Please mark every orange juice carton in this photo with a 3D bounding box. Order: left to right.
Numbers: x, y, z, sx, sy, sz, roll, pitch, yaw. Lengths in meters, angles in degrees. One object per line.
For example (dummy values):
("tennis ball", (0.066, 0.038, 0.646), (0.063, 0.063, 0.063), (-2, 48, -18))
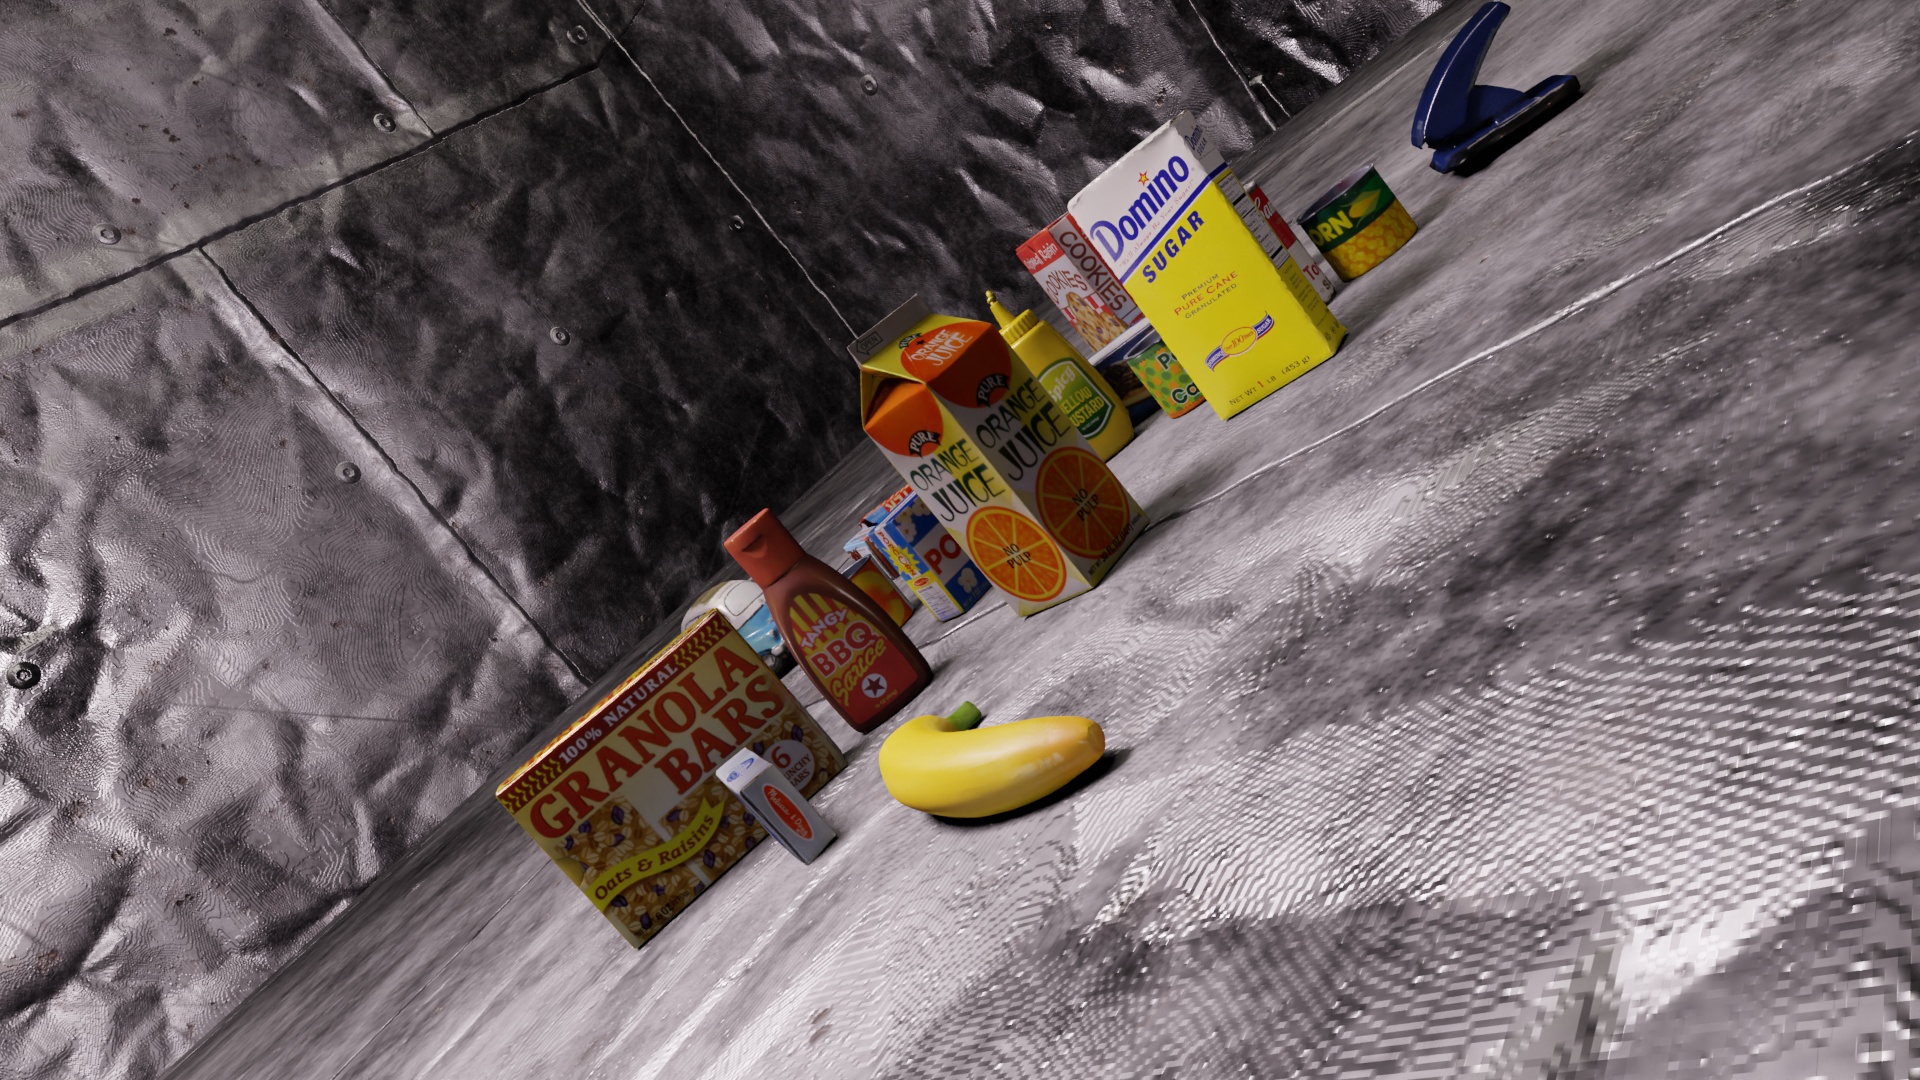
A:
("orange juice carton", (0.015, -0.055, 0.817), (0.072, 0.192, 0.072), (-46, 10, -37))

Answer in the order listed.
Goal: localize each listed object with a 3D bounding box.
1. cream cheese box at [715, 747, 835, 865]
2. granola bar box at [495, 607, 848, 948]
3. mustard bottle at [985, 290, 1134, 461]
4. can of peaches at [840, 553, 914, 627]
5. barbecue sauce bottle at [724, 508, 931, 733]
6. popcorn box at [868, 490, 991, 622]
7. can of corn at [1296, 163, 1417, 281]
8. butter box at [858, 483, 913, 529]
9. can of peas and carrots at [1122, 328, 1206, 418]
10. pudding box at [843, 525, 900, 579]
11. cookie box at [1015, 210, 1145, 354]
("cream cheese box", (-0.103, 0.144, 0.761), (0.024, 0.053, 0.103), (-42, 9, -15))
("granola bar box", (-0.170, 0.140, 0.829), (0.166, 0.124, 0.039), (-41, 8, -9))
("mustard bottle", (0.068, -0.129, 1.084), (0.065, 0.160, 0.049), (-40, 8, -1))
("can of peaches", (-0.081, 0.055, 1.112), (0.071, 0.058, 0.071), (-38, 8, 7))
("barbecue sauce bottle", (-0.087, 0.047, 0.871), (0.065, 0.148, 0.044), (-39, 8, 5))
("popcorn box", (0.004, -0.013, 1.010), (0.127, 0.085, 0.038), (-45, 10, -35))
("can of corn", (0.289, -0.231, 1.017), (0.071, 0.058, 0.071), (-38, 8, 7))
("butter box", (-0.049, -0.029, 1.426), (0.103, 0.053, 0.024), (-36, 9, 20))
("can of peas and carrots", (0.165, -0.133, 1.034), (0.071, 0.058, 0.071), (-38, 8, 7))
("pudding box", (-0.080, 0.013, 1.354), (0.030, 0.049, 0.083), (-42, 9, -17))
("cookie box", (0.129, -0.227, 1.307), (0.040, 0.167, 0.123), (-41, 8, -8))
